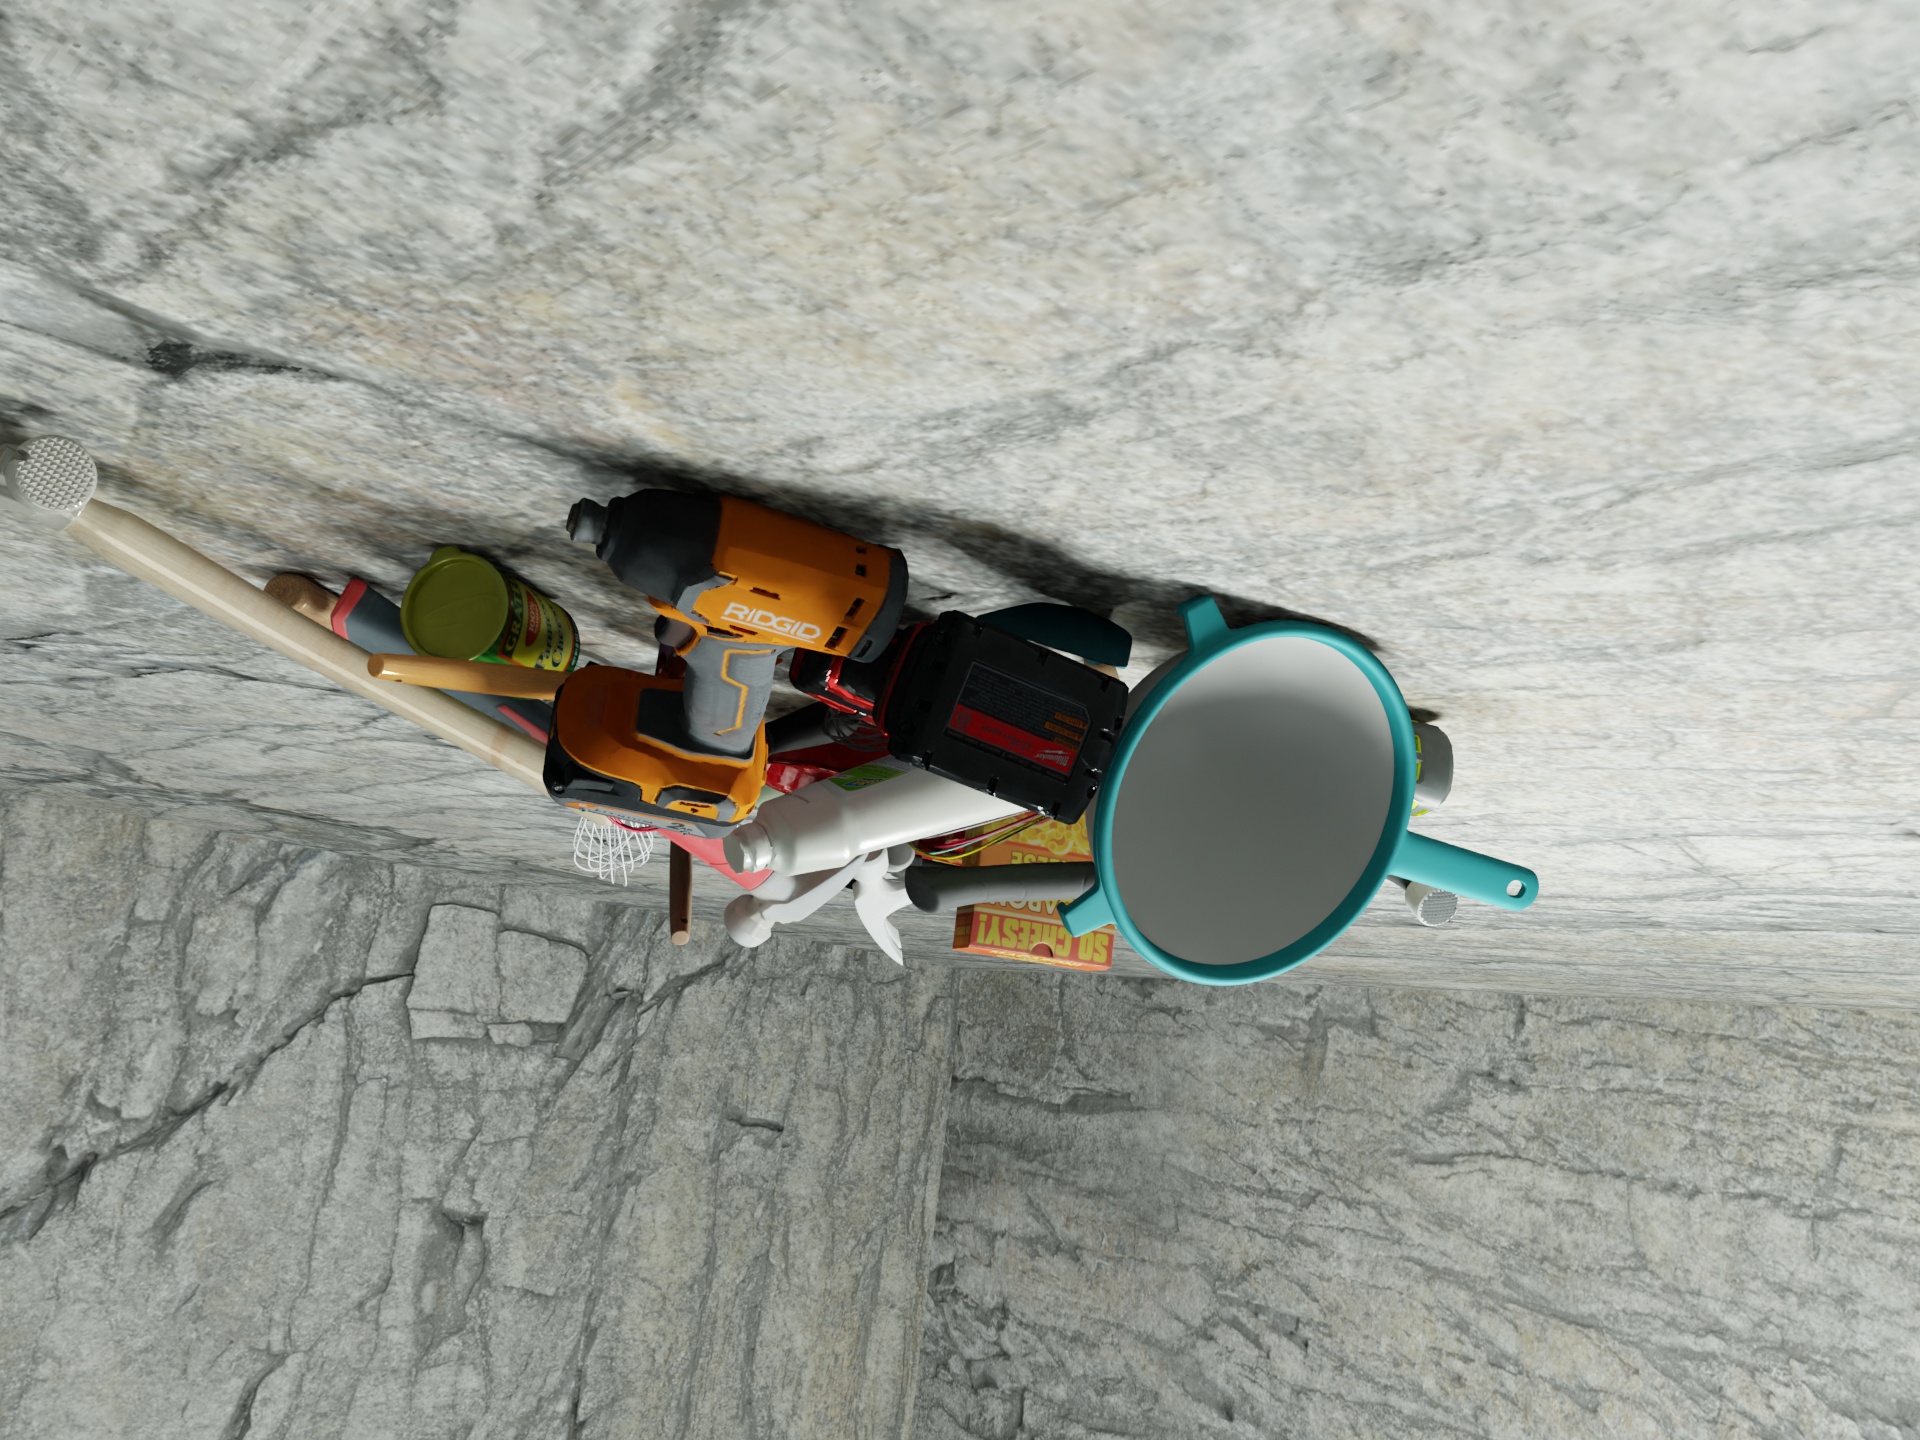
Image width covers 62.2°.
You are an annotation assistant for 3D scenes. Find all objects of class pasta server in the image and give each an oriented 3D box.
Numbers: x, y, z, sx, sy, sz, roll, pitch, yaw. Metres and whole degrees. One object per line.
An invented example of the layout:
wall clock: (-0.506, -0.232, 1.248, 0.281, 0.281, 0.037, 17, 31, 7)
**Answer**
pasta server: (-0.224, 0.088, 1.264, 0.060, 0.040, 0.316, 17, -157, -17)

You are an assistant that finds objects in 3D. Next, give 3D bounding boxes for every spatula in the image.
spatula: (0.078, -0.024, 0.953, 0.082, 0.044, 0.317, 18, 172, 14)
spatula: (-0.224, -0.028, 0.951, 0.081, 0.041, 0.322, -7, 173, 27)

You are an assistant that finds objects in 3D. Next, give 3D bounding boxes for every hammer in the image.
hammer: (-0.390, -0.040, 1.161, 0.130, 0.031, 0.331, 3, 166, 16)
hammer: (0.160, 0.113, 1.208, 0.409, 0.036, 0.149, -2, -153, -13)
hammer: (-0.239, 0.020, 1.070, 0.386, 0.038, 0.143, 37, 122, -25)
hammer: (-0.368, -0.036, 0.935, 0.146, 0.038, 0.410, 2, 154, 46)
hammer: (0.112, 0.123, 1.333, 0.405, 0.035, 0.143, -9, 136, -3)
hammer: (0.072, 0.157, 1.442, 0.334, 0.035, 0.146, 12, 163, -12)

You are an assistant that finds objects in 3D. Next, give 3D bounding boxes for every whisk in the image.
whisk: (-0.001, -0.003, 1.035, 0.239, 0.055, 0.055, 2, 167, 40)
whisk: (-0.144, 0.016, 1.051, 0.073, 0.073, 0.296, 0, -171, 26)
whisk: (0.071, 0.066, 1.203, 0.245, 0.051, 0.047, -10, -149, -20)
whisk: (-0.286, 0.050, 1.297, 0.070, 0.070, 0.284, 8, 145, -4)

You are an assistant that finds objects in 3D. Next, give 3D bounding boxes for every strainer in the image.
strainer: (0.202, 0.054, 0.943, 0.340, 0.211, 0.095, 17, -173, -30)

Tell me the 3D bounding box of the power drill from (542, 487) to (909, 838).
power drill: (-0.146, -0.033, 0.830, 0.164, 0.084, 0.226, 16, 141, -22)

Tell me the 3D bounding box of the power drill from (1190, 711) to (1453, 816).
power drill: (0.191, 0.034, 1.081, 0.190, 0.080, 0.228, 11, 164, -19)

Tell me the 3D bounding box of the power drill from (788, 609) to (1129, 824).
power drill: (-0.003, -0.010, 0.877, 0.143, 0.078, 0.220, 22, 179, -21)

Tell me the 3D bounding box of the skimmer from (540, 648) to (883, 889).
skimmer: (-0.178, 0.051, 1.235, 0.127, 0.090, 0.363, -6, 157, 38)

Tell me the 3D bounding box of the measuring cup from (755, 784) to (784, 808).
measuring cup: (-0.201, 0.061, 1.486, 0.167, 0.038, 0.083, 11, 167, -27)
